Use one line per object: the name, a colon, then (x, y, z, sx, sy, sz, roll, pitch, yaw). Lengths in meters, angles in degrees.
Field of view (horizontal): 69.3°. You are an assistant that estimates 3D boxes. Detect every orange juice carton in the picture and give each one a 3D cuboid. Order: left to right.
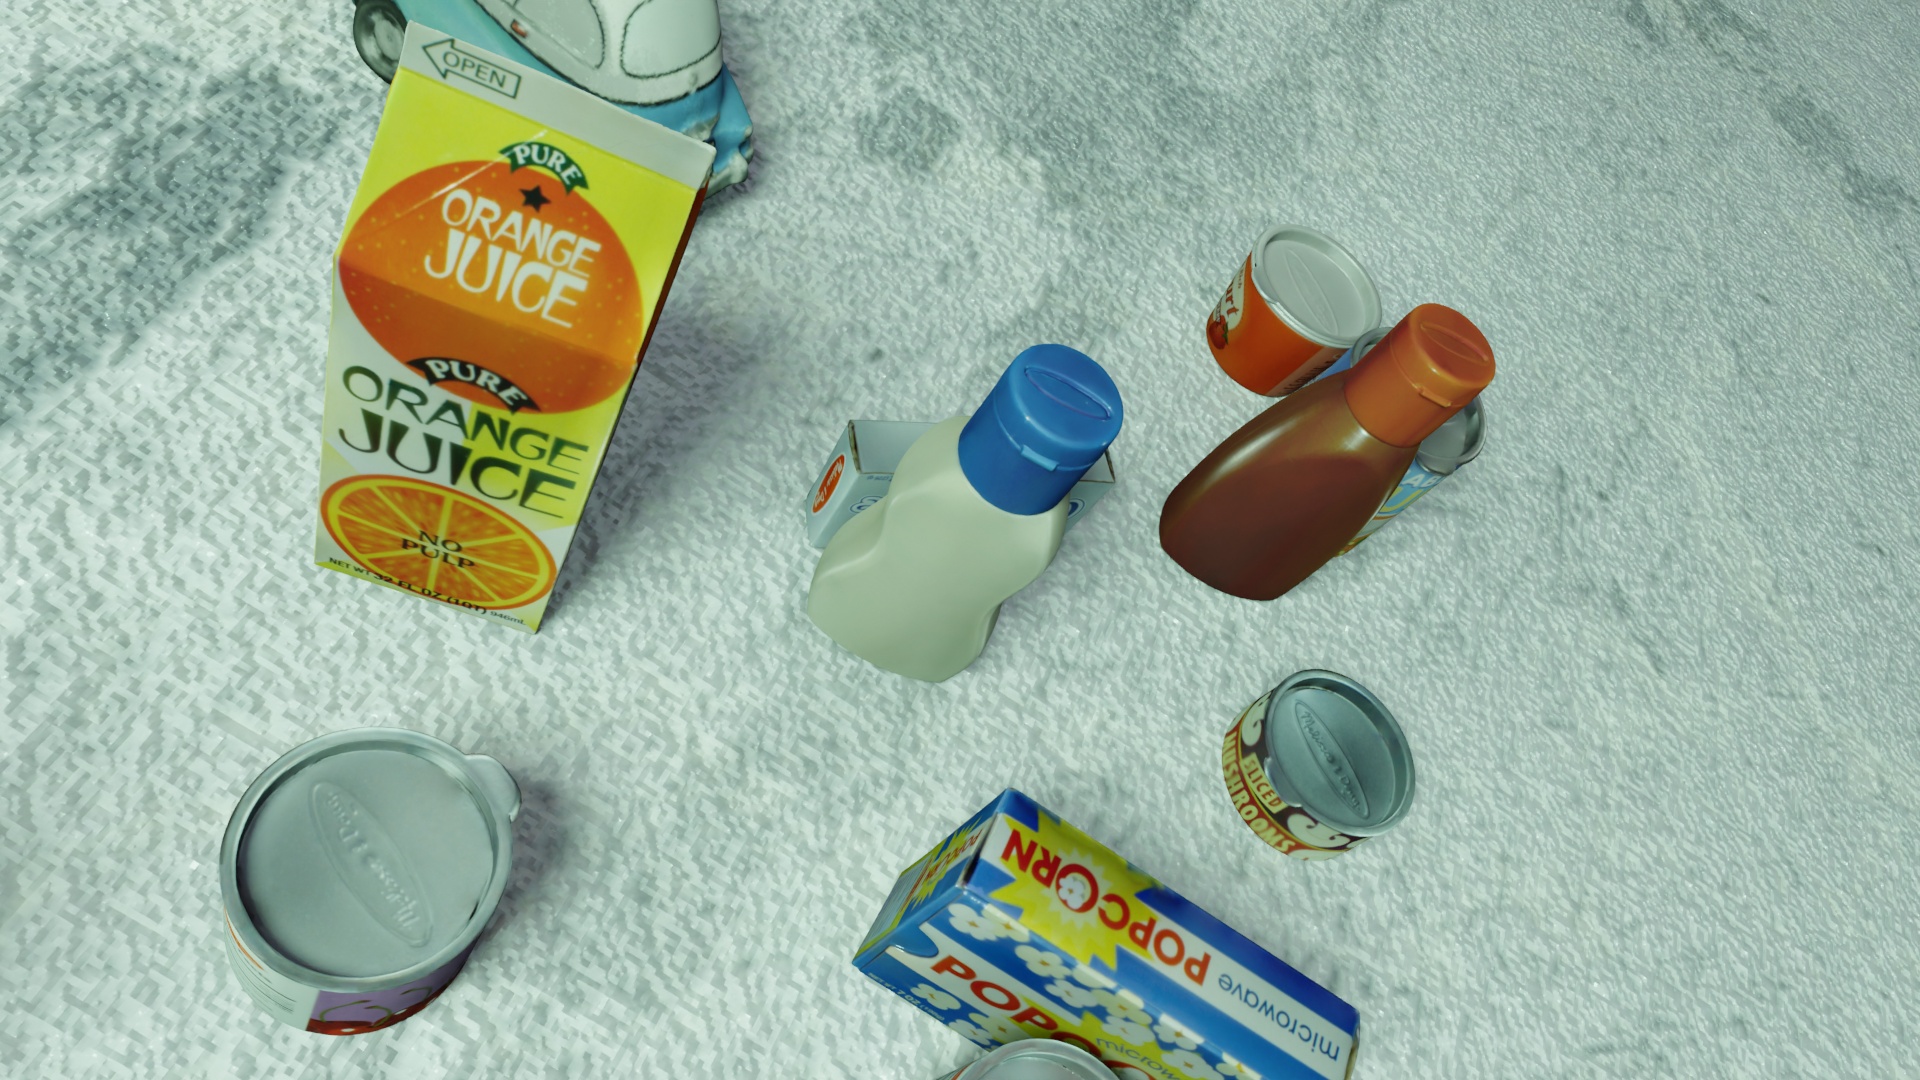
orange juice carton: (-0.124, -0.055, 0.380, 0.072, 0.191, 0.073, 20, 54, -15)

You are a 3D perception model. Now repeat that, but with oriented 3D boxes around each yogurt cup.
yogurt cup: (0.150, -0.102, 0.637, 0.072, 0.053, 0.073, 13, 56, -20)

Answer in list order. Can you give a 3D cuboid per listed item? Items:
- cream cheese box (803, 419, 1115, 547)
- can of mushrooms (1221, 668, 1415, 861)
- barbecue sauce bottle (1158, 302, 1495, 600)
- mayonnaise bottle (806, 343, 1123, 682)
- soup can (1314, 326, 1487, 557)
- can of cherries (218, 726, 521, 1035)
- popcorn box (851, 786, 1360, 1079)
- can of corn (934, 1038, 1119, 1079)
cream cheese box: (-0.001, -0.019, 0.509, 0.104, 0.053, 0.024, 0, 61, -27)
can of mushrooms: (0.133, 0.086, 0.524, 0.071, 0.033, 0.071, 13, 56, -20)
barbecue sauce bottle: (0.138, -0.031, 0.526, 0.065, 0.147, 0.044, 25, 53, -11)
mayonnaise bottle: (0.002, -0.006, 0.442, 0.065, 0.147, 0.041, 27, 52, -10)
soup can: (0.168, -0.037, 0.586, 0.071, 0.083, 0.071, 13, 56, -20)
can of cherries: (-0.152, 0.089, 0.362, 0.071, 0.058, 0.072, 13, 56, -20)
popcorn box: (0.041, 0.134, 0.415, 0.127, 0.084, 0.038, 34, 52, -5)
can of corn: (0.014, 0.182, 0.388, 0.071, 0.058, 0.071, 13, 56, -20)
